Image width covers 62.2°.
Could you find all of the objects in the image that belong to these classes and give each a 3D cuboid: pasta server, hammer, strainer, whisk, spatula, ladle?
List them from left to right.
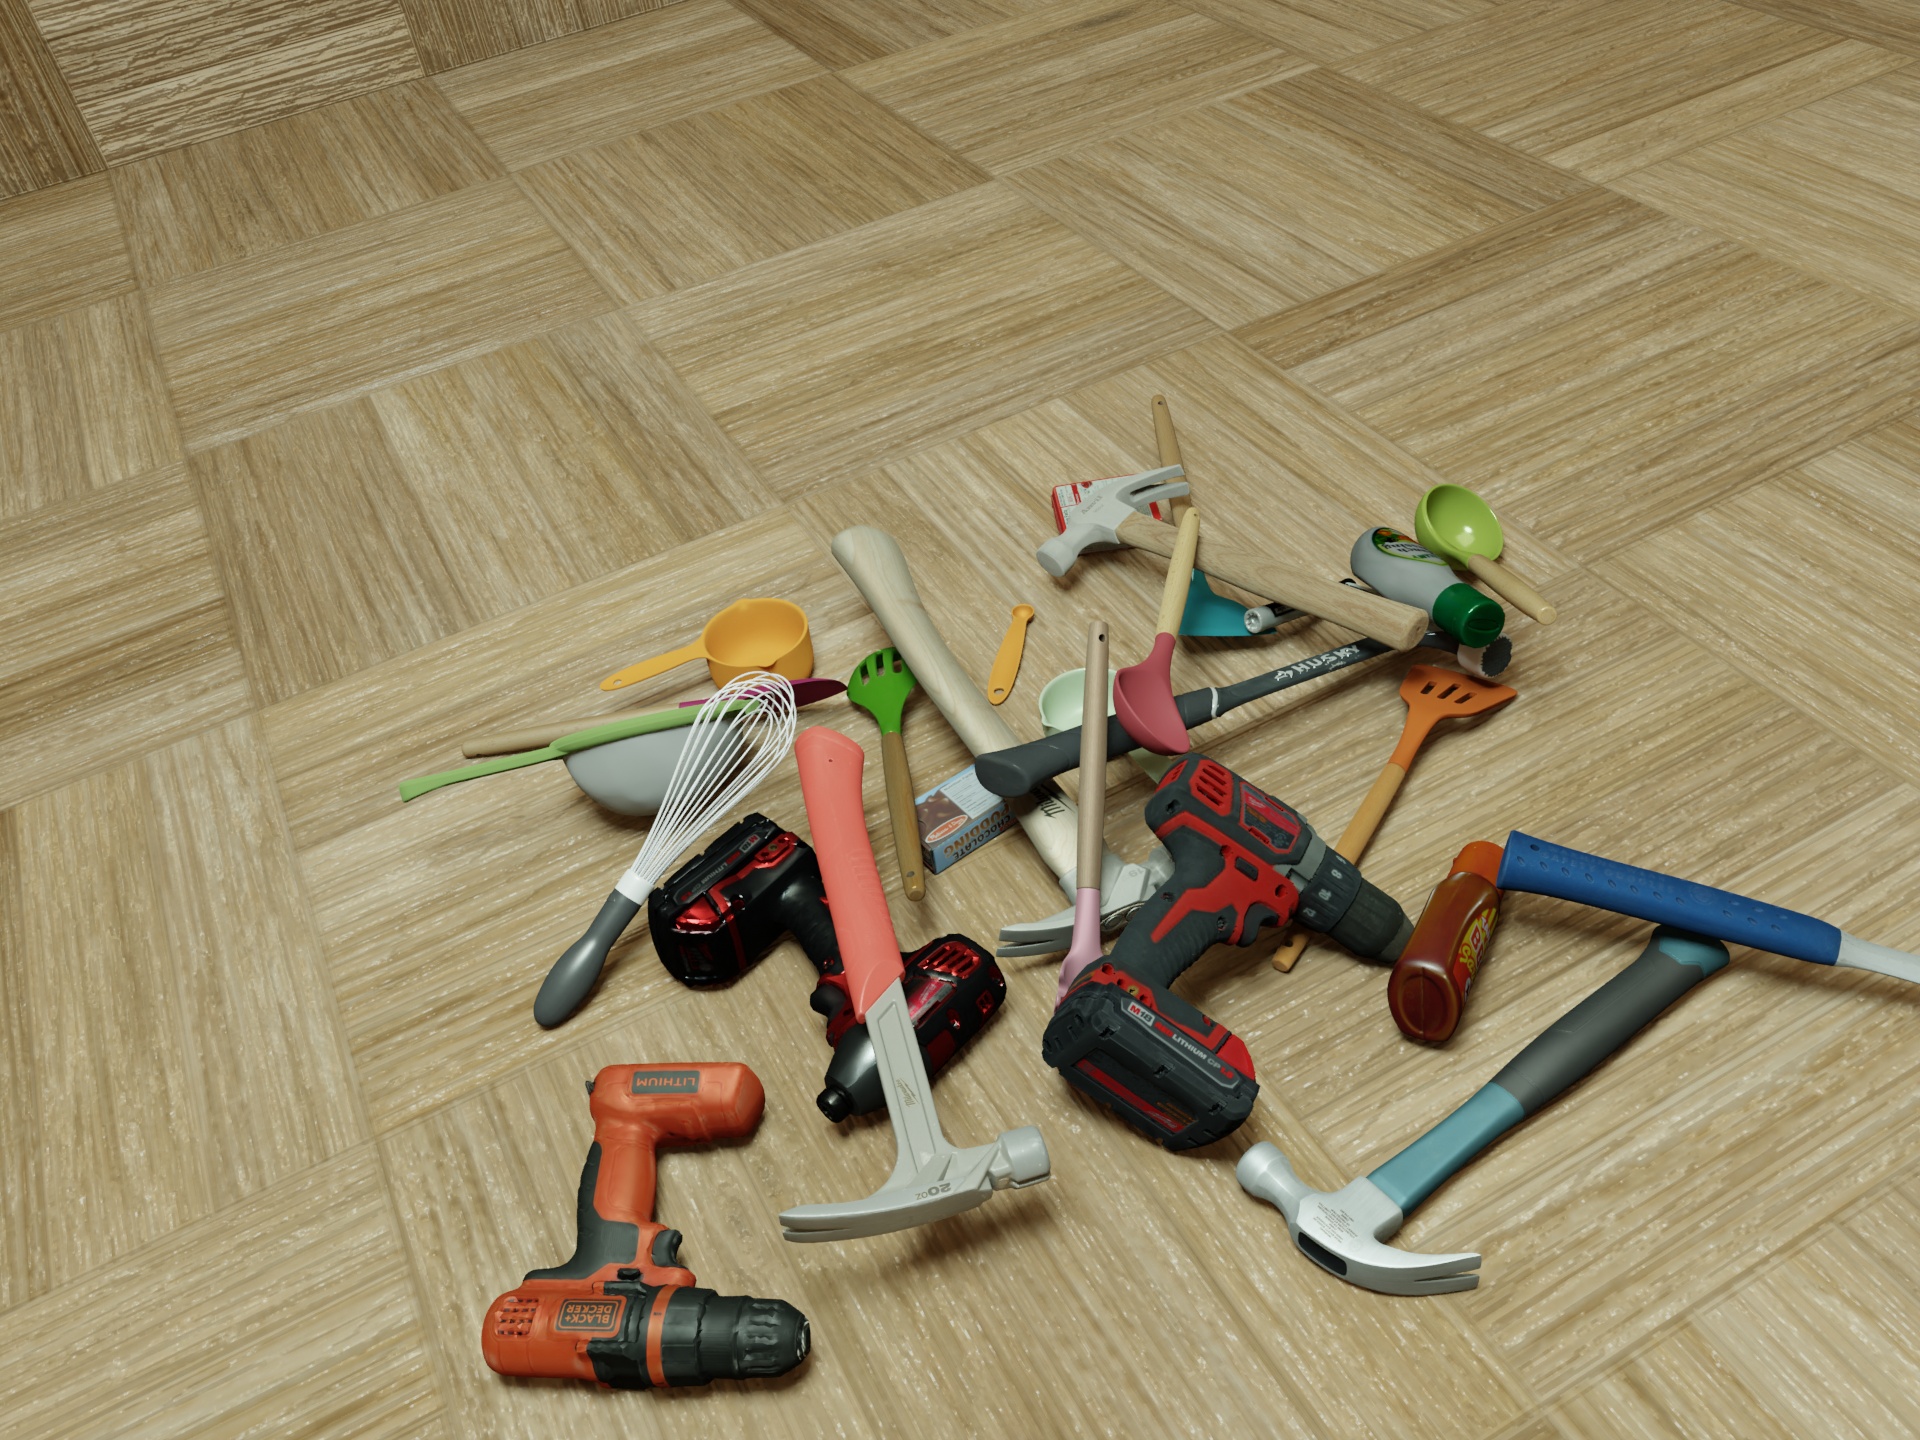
[{"bbox_3d":[-0.270,0.045,1.157,0.256,0.069,0.151,-14,-2,-22],"label":"strainer"},{"bbox_3d":[-0.203,0.086,1.082,0.070,0.070,0.284,29,82,35],"label":"whisk"},{"bbox_3d":[-0.065,0.141,0.974,0.149,0.036,0.360,-11,46,-9],"label":"hammer"},{"bbox_3d":[-0.002,-0.004,1.157,0.146,0.038,0.411,-18,52,-23],"label":"hammer"},{"bbox_3d":[0.087,0.081,1.019,0.060,0.040,0.316,12,69,-21],"label":"pasta server"},{"bbox_3d":[0.150,-0.073,1.139,0.031,0.069,0.316,-38,19,34],"label":"ladle"},{"bbox_3d":[0.194,-0.177,1.349,0.082,0.044,0.318,-1,52,-6],"label":"spatula"},{"bbox_3d":[0.194,-0.021,1.144,0.409,0.036,0.149,-18,30,-23],"label":"hammer"},{"bbox_3d":[0.216,-0.122,1.238,0.332,0.031,0.130,27,65,41],"label":"hammer"},{"bbox_3d":[0.295,0.058,1.111,0.081,0.041,0.323,19,53,31],"label":"spatula"},{"bbox_3d":[0.395,-0.121,1.173,0.078,0.062,0.320,33,16,-5],"label":"ladle"},{"bbox_3d":[0.325,0.212,0.924,0.331,0.033,0.128,-30,45,-21],"label":"hammer"},{"bbox_3d":[0.528,0.133,0.938,0.405,0.035,0.144,15,46,16],"label":"hammer"}]

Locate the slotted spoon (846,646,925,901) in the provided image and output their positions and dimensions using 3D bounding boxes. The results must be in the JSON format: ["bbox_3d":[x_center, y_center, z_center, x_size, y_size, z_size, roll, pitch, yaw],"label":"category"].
[{"bbox_3d":[-0.046,0.028,1.167,0.070,0.031,0.314,-20,34,6],"label":"slotted spoon"}]

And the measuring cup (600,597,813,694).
[{"bbox_3d":[-0.202,-0.039,1.290,0.173,0.052,0.095,-20,43,-9],"label":"measuring cup"}]

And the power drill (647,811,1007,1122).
[{"bbox_3d":[-0.094,0.163,1.030,0.220,0.078,0.143,29,54,31],"label":"power drill"}]

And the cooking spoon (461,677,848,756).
[{"bbox_3d":[-0.245,-0.003,1.261,0.319,0.068,0.017,-10,78,8],"label":"cooking spoon"}]

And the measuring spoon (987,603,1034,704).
[{"bbox_3d":[0.041,-0.053,1.291,0.021,0.011,0.117,5,47,15],"label":"measuring spoon"}]

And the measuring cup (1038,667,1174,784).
[{"bbox_3d":[0.122,0.022,1.171,0.083,0.038,0.168,-27,46,-18],"label":"measuring cup"}]

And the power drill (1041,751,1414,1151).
[{"bbox_3d":[0.169,0.146,0.967,0.188,0.080,0.227,34,55,-1],"label":"power drill"}]
